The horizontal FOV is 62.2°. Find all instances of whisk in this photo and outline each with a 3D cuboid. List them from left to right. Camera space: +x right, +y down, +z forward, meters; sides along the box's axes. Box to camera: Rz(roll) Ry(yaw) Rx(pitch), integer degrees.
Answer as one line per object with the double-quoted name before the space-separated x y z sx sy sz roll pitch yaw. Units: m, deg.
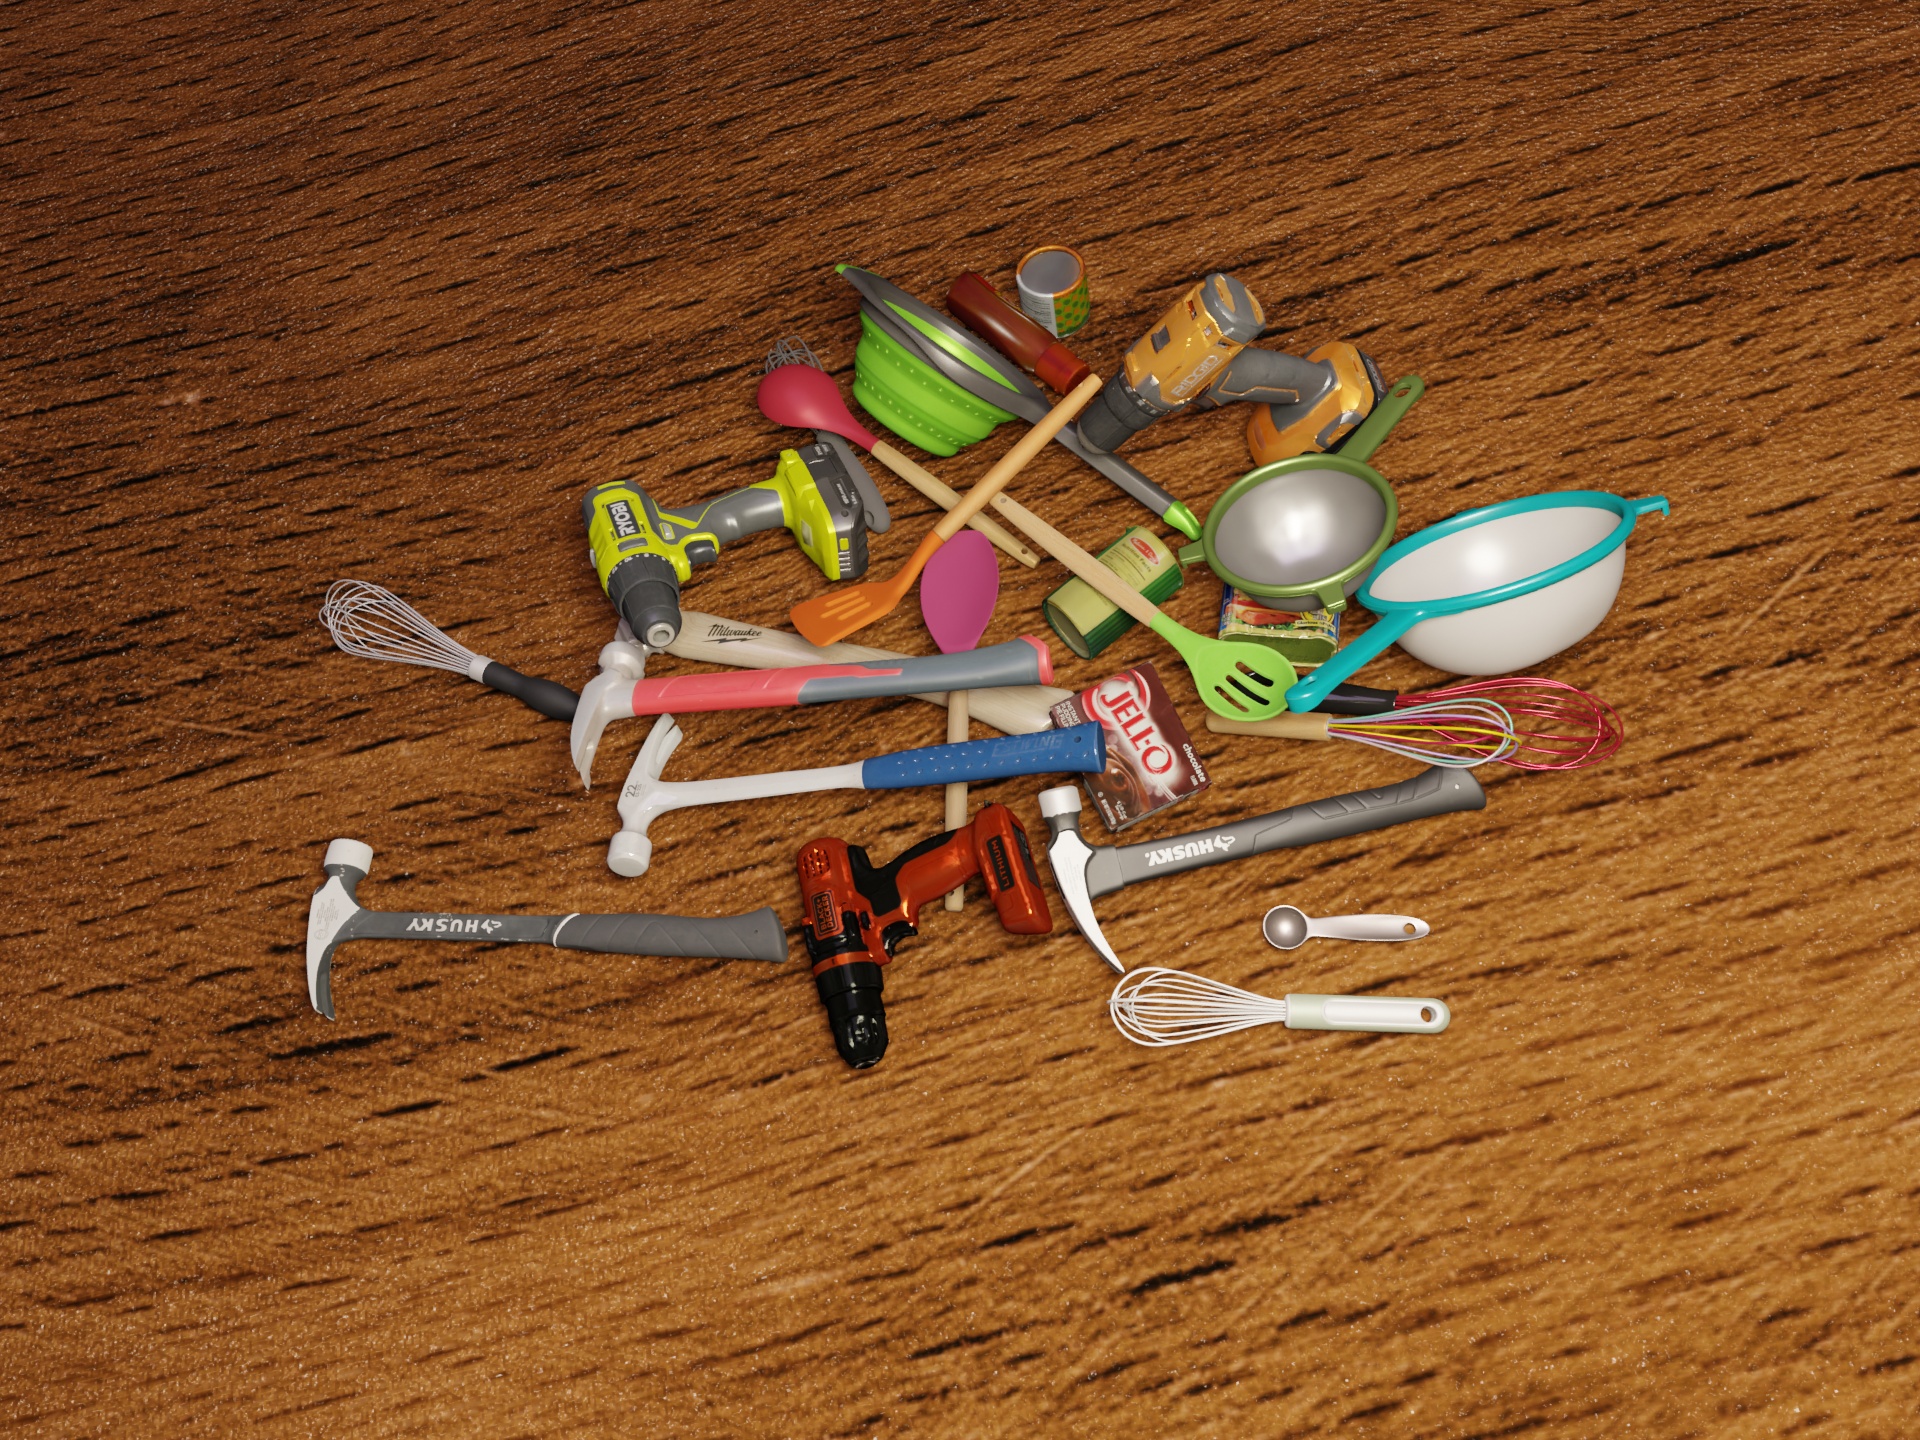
"whisk" -0.451 -0.058 1.415 0.285 0.070 0.070 21 68 15
"whisk" -0.120 -0.265 1.472 0.055 0.055 0.239 -27 65 -5
"whisk" 0.230 0.210 1.156 0.246 0.059 0.058 1 74 5
"whisk" 0.304 0.005 1.223 0.245 0.047 0.051 4 105 31
"whisk" 0.361 -0.009 1.246 0.296 0.073 0.073 8 64 21

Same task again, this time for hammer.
"hammer" -0.337 0.173 1.282 0.409 0.036 0.149 1 63 10
"hammer" -0.119 -0.019 1.269 0.386 0.038 0.143 -4 44 10
"hammer" -0.100 -0.058 1.363 0.411 0.038 0.146 12 64 15
"hammer" -0.085 0.038 1.267 0.405 0.035 0.144 -7 52 16
"hammer" 0.236 0.091 1.211 0.334 0.035 0.146 -12 80 -3

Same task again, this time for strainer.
"strainer" 0.302 -0.172 1.268 0.152 0.069 0.256 23 62 38
"strainer" 0.374 -0.063 1.203 0.340 0.095 0.211 -33 20 -27

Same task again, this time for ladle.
"ladle" -0.056 -0.229 1.422 0.315 0.031 0.069 37 72 12

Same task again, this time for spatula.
"spatula" -0.006 -0.175 1.312 0.322 0.041 0.081 -45 36 1

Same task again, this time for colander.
"colander" 0.035 -0.252 1.409 0.397 0.204 0.094 38 108 9

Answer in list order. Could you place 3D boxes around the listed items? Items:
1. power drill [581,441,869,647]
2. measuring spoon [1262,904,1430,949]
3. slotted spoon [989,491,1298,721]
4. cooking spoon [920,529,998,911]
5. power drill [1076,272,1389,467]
"power drill" -0.199 -0.150 1.363 0.228 0.080 0.191 -16 46 -14
"measuring spoon" 0.289 0.158 1.194 0.124 0.018 0.034 0 65 2
"slotted spoon" 0.138 -0.097 1.273 0.314 0.031 0.070 40 76 24
"cooking spoon" -0.002 -0.004 1.289 0.069 0.017 0.319 -4 74 19
"power drill" 0.223 -0.264 1.323 0.185 0.226 0.084 -40 51 40
